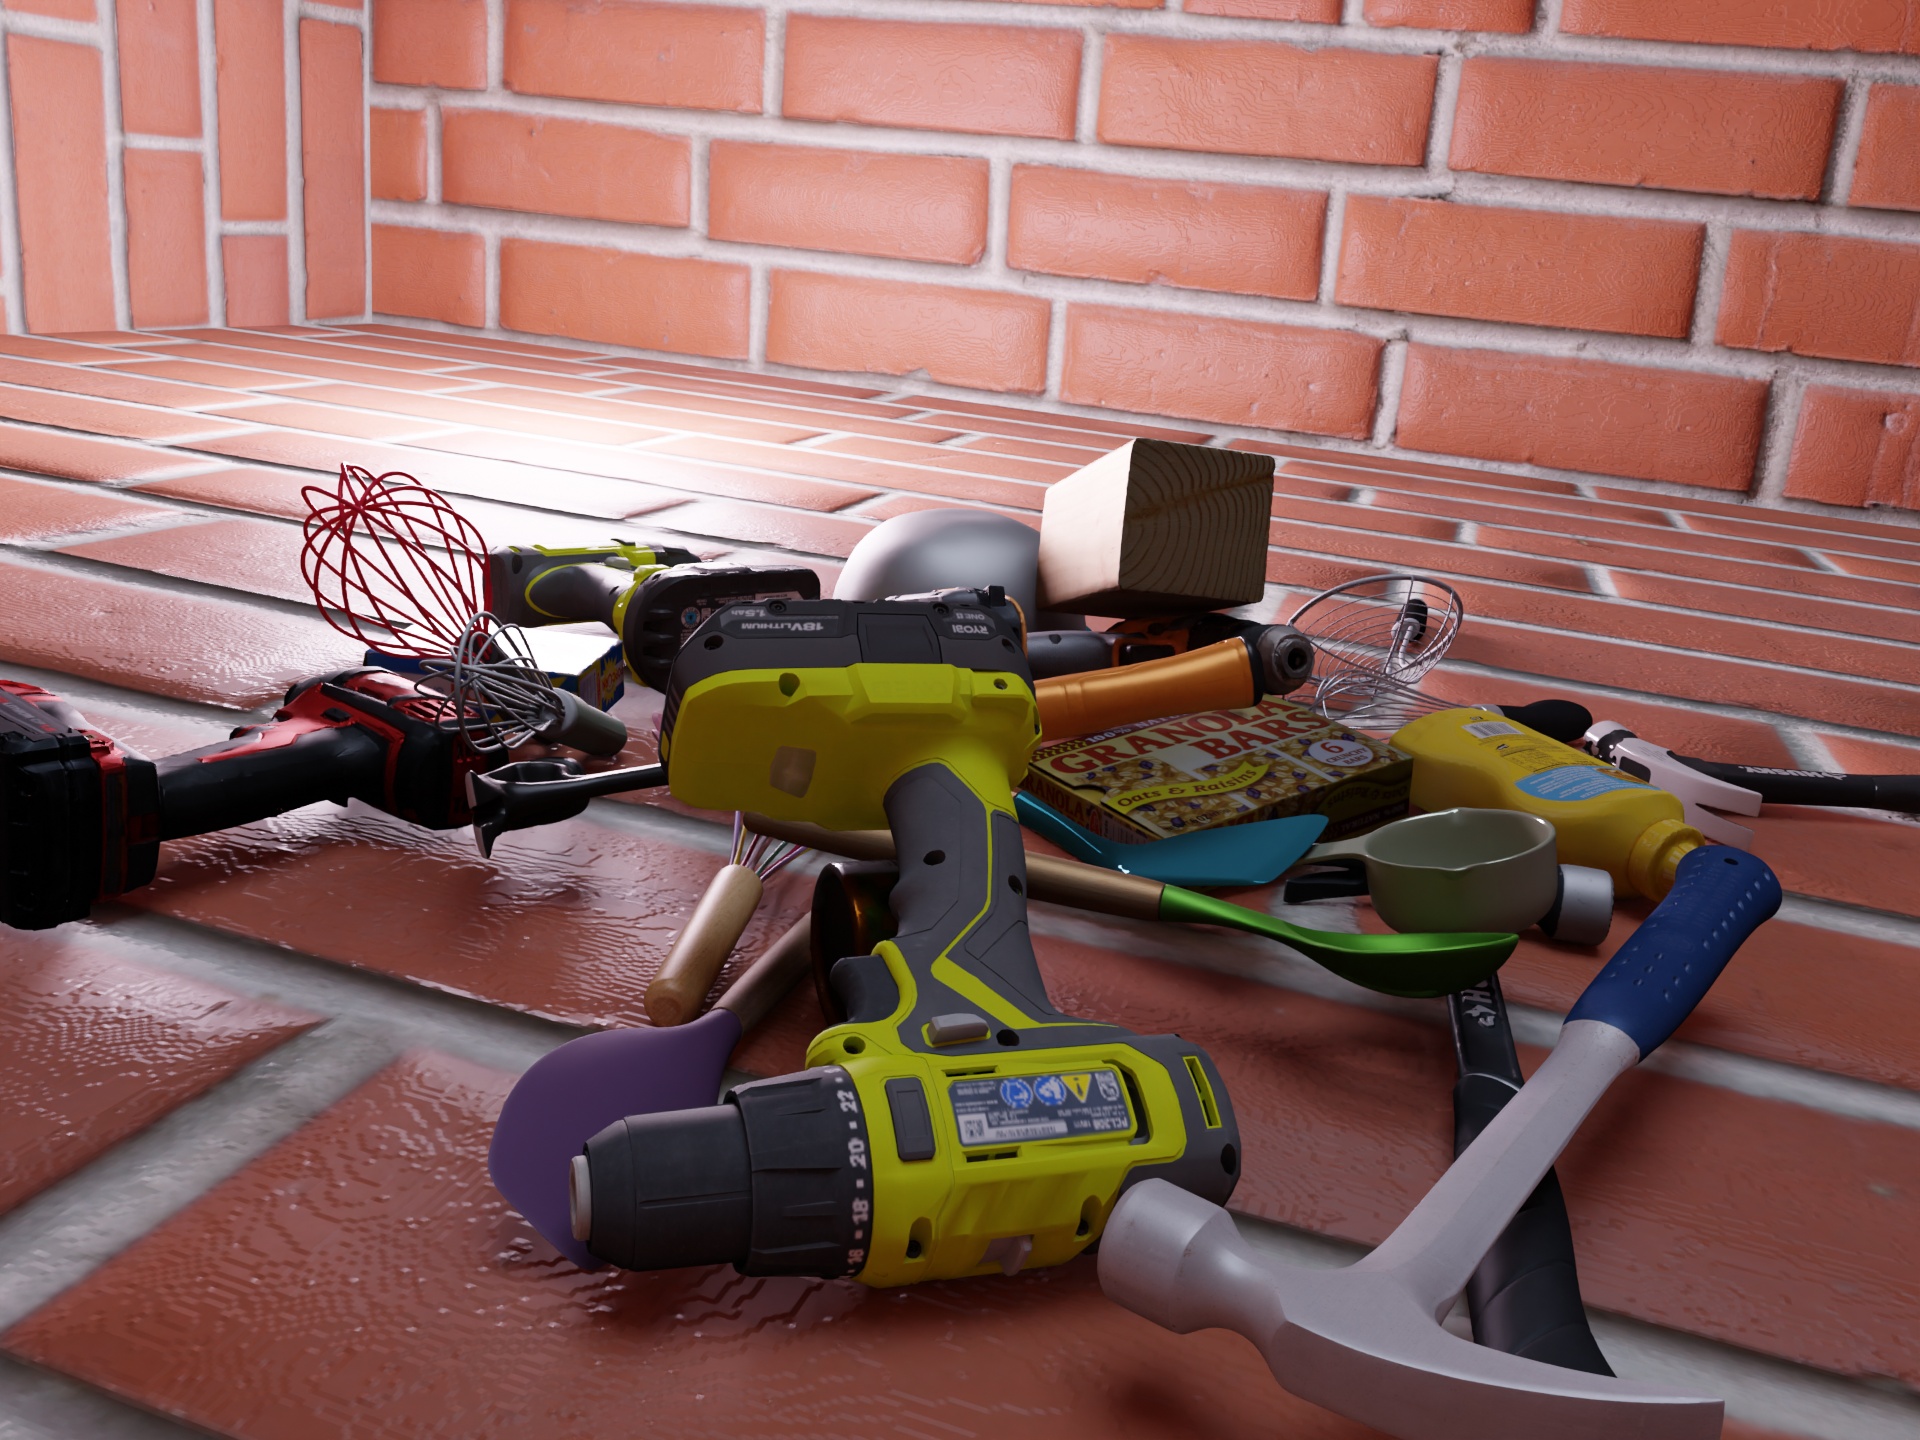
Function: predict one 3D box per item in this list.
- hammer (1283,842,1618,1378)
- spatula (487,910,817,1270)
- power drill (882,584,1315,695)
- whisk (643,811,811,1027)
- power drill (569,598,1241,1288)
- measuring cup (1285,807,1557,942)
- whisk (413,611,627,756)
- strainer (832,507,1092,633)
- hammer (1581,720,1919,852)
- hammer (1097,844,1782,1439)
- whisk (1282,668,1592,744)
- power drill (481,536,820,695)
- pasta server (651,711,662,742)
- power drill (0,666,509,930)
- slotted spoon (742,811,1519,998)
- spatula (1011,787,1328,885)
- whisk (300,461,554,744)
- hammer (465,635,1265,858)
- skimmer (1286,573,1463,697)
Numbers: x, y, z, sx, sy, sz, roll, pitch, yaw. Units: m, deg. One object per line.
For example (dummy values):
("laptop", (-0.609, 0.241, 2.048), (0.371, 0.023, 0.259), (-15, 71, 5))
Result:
("hammer", (0.189, 0.129, 0.583), (0.149, 0.036, 0.409), (8, 18, 11))
("spatula", (-0.079, 0.102, 0.592), (0.060, 0.018, 0.316), (44, 21, 3))
("power drill", (0.081, -0.037, 0.954), (0.226, 0.084, 0.185), (0, 2, -26))
("whisk", (-0.088, 0.065, 0.695), (0.051, 0.047, 0.245), (-4, 20, 10))
("power drill", (-0.033, 0.068, 0.512), (0.190, 0.080, 0.229), (0, 49, -19))
("measuring cup", (0.164, 0.071, 0.668), (0.167, 0.038, 0.083), (-9, 11, 20))
("whisk", (-0.196, -0.005, 0.752), (0.058, 0.059, 0.246), (2, -6, 1))
("strainer", (-0.020, -0.128, 1.239), (0.211, 0.095, 0.341), (-1, 20, -21))
("hammer", (0.570, 0.046, 0.975), (0.334, 0.035, 0.146), (4, 17, -7))
("hammer", (0.213, 0.113, 0.522), (0.144, 0.035, 0.405), (15, 21, 34))
("whisk", (0.310, 0.000, 1.009), (0.284, 0.070, 0.070), (0, 18, -35))
("power drill", (-0.197, -0.081, 1.070), (0.171, 0.080, 0.223), (-8, 19, -38))
("pasta server", (-0.001, -0.003, 0.839), (0.316, 0.040, 0.060), (-8, 25, -5))
("power drill", (-0.331, 0.018, 0.710), (0.143, 0.078, 0.219), (20, 19, 35))
("slotted spoon", (0.056, 0.068, 0.632), (0.314, 0.031, 0.070), (10, 1, 18))
("spatula", (0.007, 0.020, 0.735), (0.318, 0.044, 0.082), (21, 27, 24))
("whisk", (-0.233, -0.038, 0.744), (0.073, 0.073, 0.295), (7, -17, 3))
("hammer", (-0.036, 0.007, 0.676), (0.337, 0.034, 0.127), (-10, 3, -2))
("skimmer", (0.330, -0.087, 1.231), (0.127, 0.090, 0.363), (-22, 4, 23))
